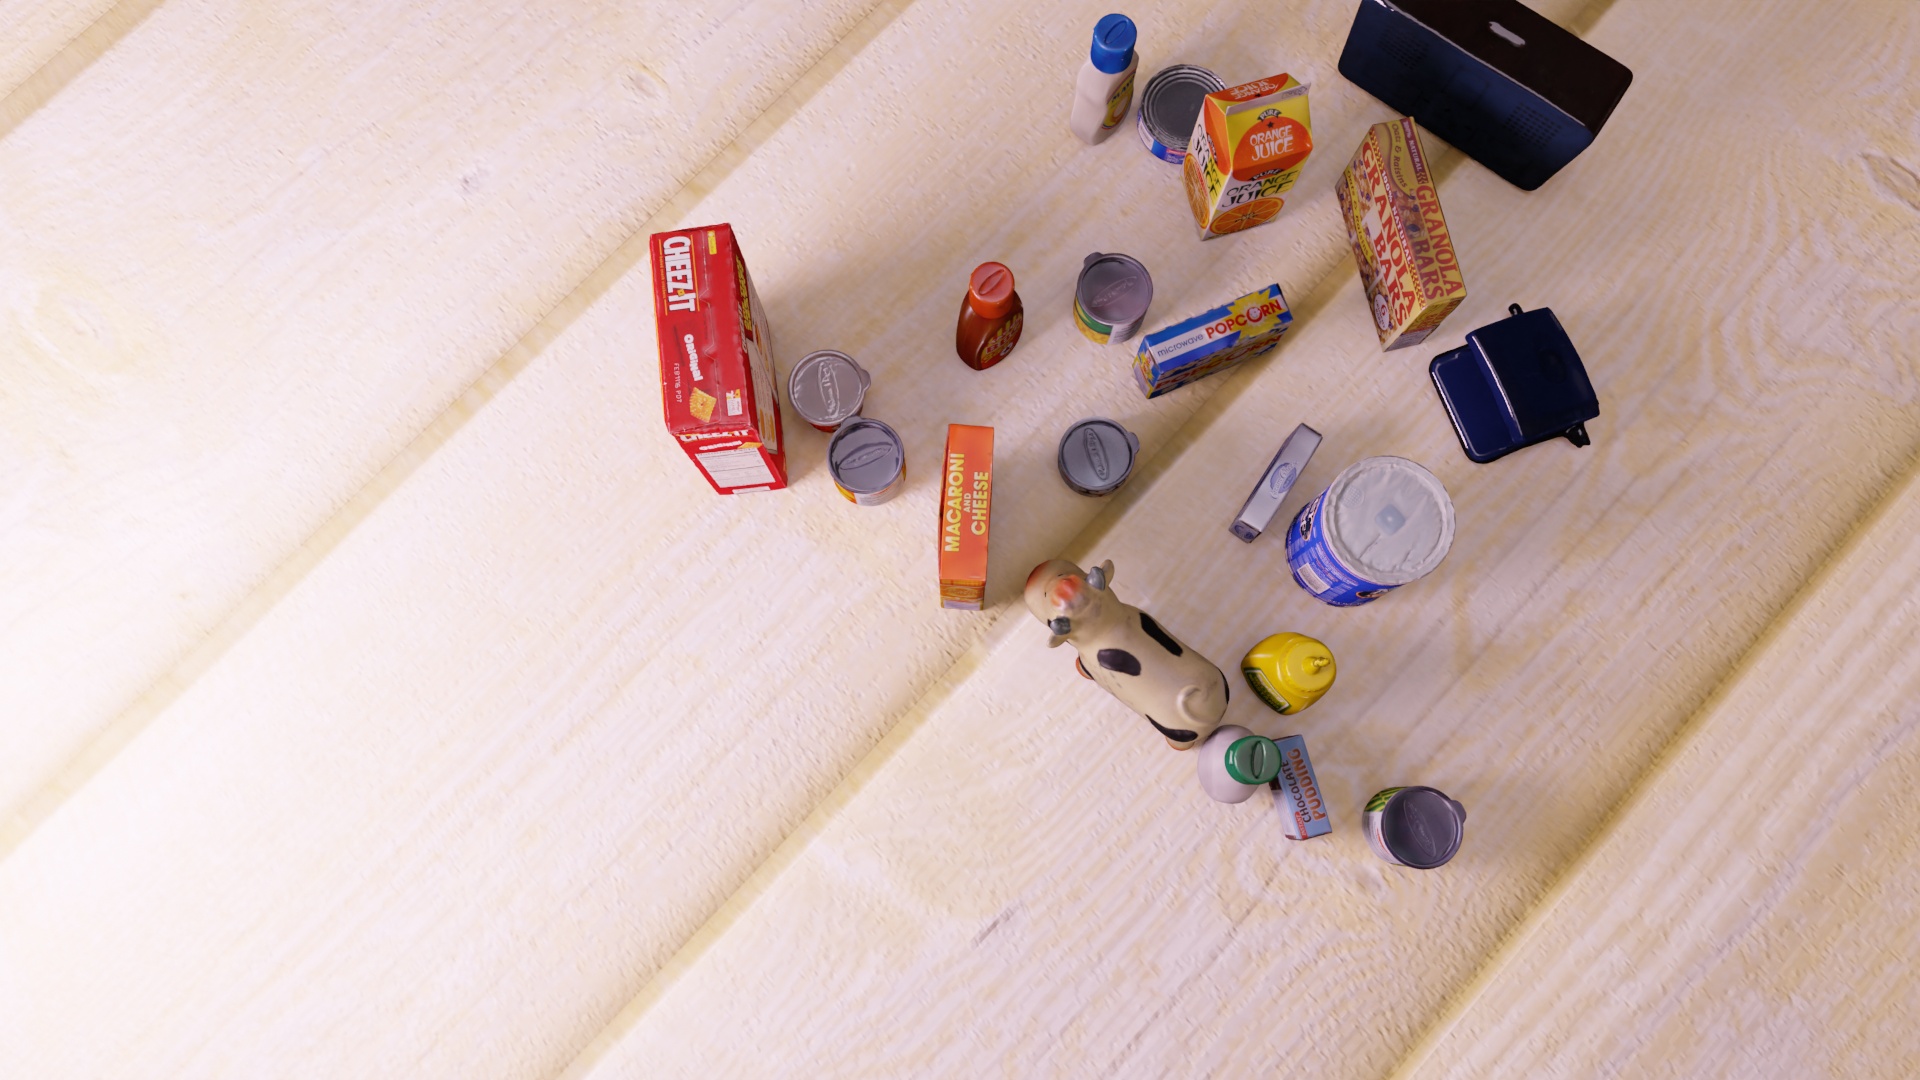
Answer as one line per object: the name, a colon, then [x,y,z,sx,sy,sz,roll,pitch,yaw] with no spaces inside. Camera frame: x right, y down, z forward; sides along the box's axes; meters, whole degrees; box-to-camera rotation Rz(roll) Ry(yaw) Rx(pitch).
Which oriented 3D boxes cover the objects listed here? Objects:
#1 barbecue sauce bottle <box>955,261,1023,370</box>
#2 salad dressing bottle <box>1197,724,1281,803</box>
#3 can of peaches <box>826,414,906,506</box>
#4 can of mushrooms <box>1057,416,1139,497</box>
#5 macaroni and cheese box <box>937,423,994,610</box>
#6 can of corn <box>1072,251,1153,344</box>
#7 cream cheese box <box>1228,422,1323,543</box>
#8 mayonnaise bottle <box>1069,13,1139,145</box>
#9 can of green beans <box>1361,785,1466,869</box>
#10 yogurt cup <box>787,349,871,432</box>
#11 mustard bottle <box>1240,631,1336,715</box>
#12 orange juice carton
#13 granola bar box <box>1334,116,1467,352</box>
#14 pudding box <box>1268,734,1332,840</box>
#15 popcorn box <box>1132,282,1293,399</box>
barbecue sauce bottle: [0.025,-0.193,1.177,0.065,0.148,0.044,-44,82,-7]
salad dressing bottle: [0.221,0.177,1.103,0.044,0.147,0.064,7,79,2]
can of peaches: [-0.081,-0.069,1.199,0.071,0.058,0.071,0,79,0]
can of mushrooms: [0.120,-0.073,1.211,0.071,0.033,0.071,0,79,0]
macaroni and cheese box: [0.004,-0.014,1.133,0.040,0.166,0.124,3,79,1]
can of corn: [0.132,-0.214,1.227,0.071,0.058,0.071,0,79,0]
cream cheese box: [0.271,-0.048,1.196,0.024,0.053,0.104,33,81,6]
mayonnaise bottle: [0.129,-0.406,1.219,0.041,0.148,0.065,40,82,7]
can of green beans: [0.369,0.234,1.137,0.071,0.057,0.071,0,79,0]
yogurt cup: [-0.114,-0.127,1.213,0.072,0.054,0.072,0,79,0]
mustard bottle: [0.267,0.104,1.111,0.049,0.160,0.065,-39,82,-6]
orange juice carton: [0.243,-0.332,1.181,0.072,0.192,0.073,-16,80,-3]
granola bar box: [0.379,-0.262,1.202,0.039,0.124,0.166,-12,79,-2]
pudding box: [0.275,0.204,1.148,0.030,0.049,0.084,-15,79,-3]
popcorn box: [0.216,-0.171,1.204,0.127,0.085,0.038,-22,80,-4]
